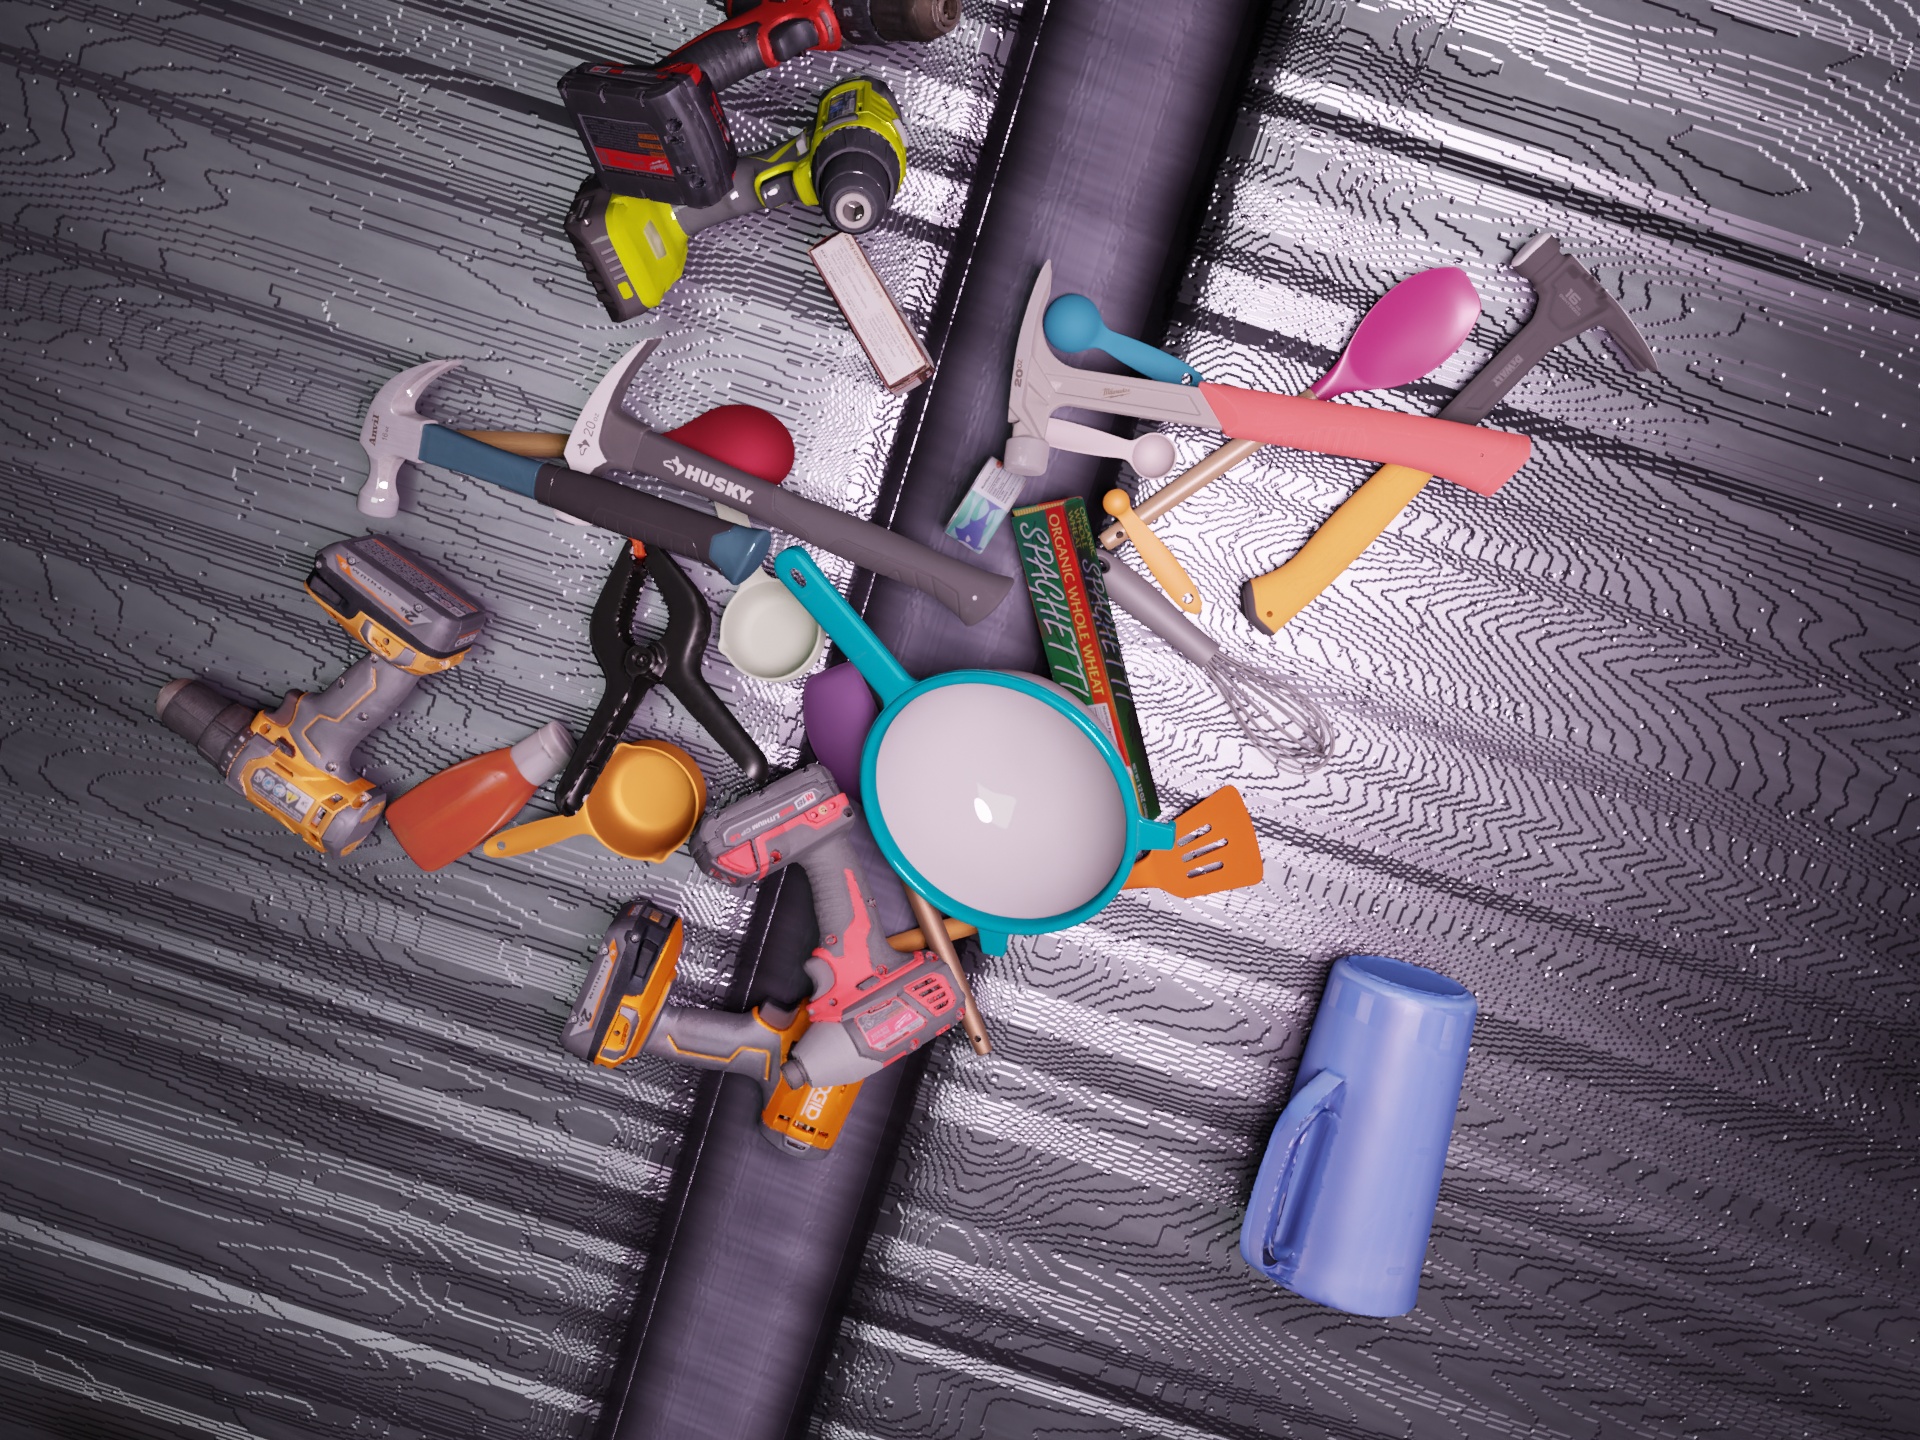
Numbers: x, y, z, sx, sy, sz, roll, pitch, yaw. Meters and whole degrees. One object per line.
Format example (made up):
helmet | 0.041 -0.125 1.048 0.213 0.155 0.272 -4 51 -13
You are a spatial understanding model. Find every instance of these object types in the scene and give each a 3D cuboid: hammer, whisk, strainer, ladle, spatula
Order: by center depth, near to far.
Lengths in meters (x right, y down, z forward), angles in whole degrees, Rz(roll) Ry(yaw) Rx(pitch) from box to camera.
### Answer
hammer | 0.215 -0.221 1.113 0.359 0.036 0.149 10 89 4
hammer | -0.285 -0.164 1.128 0.331 0.033 0.128 20 109 16
hammer | -0.119 -0.154 1.143 0.335 0.035 0.146 23 107 1
hammer | 0.337 -0.183 1.147 0.127 0.034 0.337 43 100 -8
strainer | -0.002 -0.004 1.156 0.211 0.095 0.340 -38 95 34
whisk | 0.181 -0.045 1.177 0.239 0.055 0.055 41 99 1
ladle | -0.282 -0.205 1.183 0.315 0.031 0.069 3 88 5
spatula | -0.044 0.108 1.211 0.060 0.018 0.316 -23 89 10
spatula | 0.071 0.135 1.222 0.322 0.041 0.081 -18 98 10

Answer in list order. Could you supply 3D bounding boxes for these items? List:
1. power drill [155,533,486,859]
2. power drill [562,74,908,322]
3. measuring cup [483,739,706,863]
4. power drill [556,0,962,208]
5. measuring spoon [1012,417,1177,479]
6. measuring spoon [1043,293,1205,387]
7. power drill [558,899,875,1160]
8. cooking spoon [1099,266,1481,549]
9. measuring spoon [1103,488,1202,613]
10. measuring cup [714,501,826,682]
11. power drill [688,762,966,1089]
power drill | -0.486 -0.032 1.198 0.185 0.084 0.226 35 104 -1
power drill | -0.144 -0.351 1.075 0.228 0.191 0.080 -16 126 11
measuring cup | -0.277 0.070 1.215 0.173 0.052 0.095 -17 98 7
power drill | -0.125 -0.428 1.032 0.188 0.080 0.227 21 58 34
measuring spoon | 0.099 -0.204 1.172 0.124 0.018 0.034 15 96 7
measuring spoon | 0.120 -0.270 1.152 0.128 0.021 0.042 26 100 1
power drill | -0.172 0.223 1.221 0.226 0.084 0.164 25 99 -5
cooking spoon | 0.235 -0.221 1.156 0.319 0.017 0.068 -35 111 8
measuring spoon | 0.143 -0.122 1.169 0.021 0.011 0.116 -36 109 10
measuring cup | -0.152 -0.107 1.193 0.083 0.038 0.168 -20 81 6
power drill | -0.105 0.156 1.166 0.143 0.078 0.220 -28 85 -19
